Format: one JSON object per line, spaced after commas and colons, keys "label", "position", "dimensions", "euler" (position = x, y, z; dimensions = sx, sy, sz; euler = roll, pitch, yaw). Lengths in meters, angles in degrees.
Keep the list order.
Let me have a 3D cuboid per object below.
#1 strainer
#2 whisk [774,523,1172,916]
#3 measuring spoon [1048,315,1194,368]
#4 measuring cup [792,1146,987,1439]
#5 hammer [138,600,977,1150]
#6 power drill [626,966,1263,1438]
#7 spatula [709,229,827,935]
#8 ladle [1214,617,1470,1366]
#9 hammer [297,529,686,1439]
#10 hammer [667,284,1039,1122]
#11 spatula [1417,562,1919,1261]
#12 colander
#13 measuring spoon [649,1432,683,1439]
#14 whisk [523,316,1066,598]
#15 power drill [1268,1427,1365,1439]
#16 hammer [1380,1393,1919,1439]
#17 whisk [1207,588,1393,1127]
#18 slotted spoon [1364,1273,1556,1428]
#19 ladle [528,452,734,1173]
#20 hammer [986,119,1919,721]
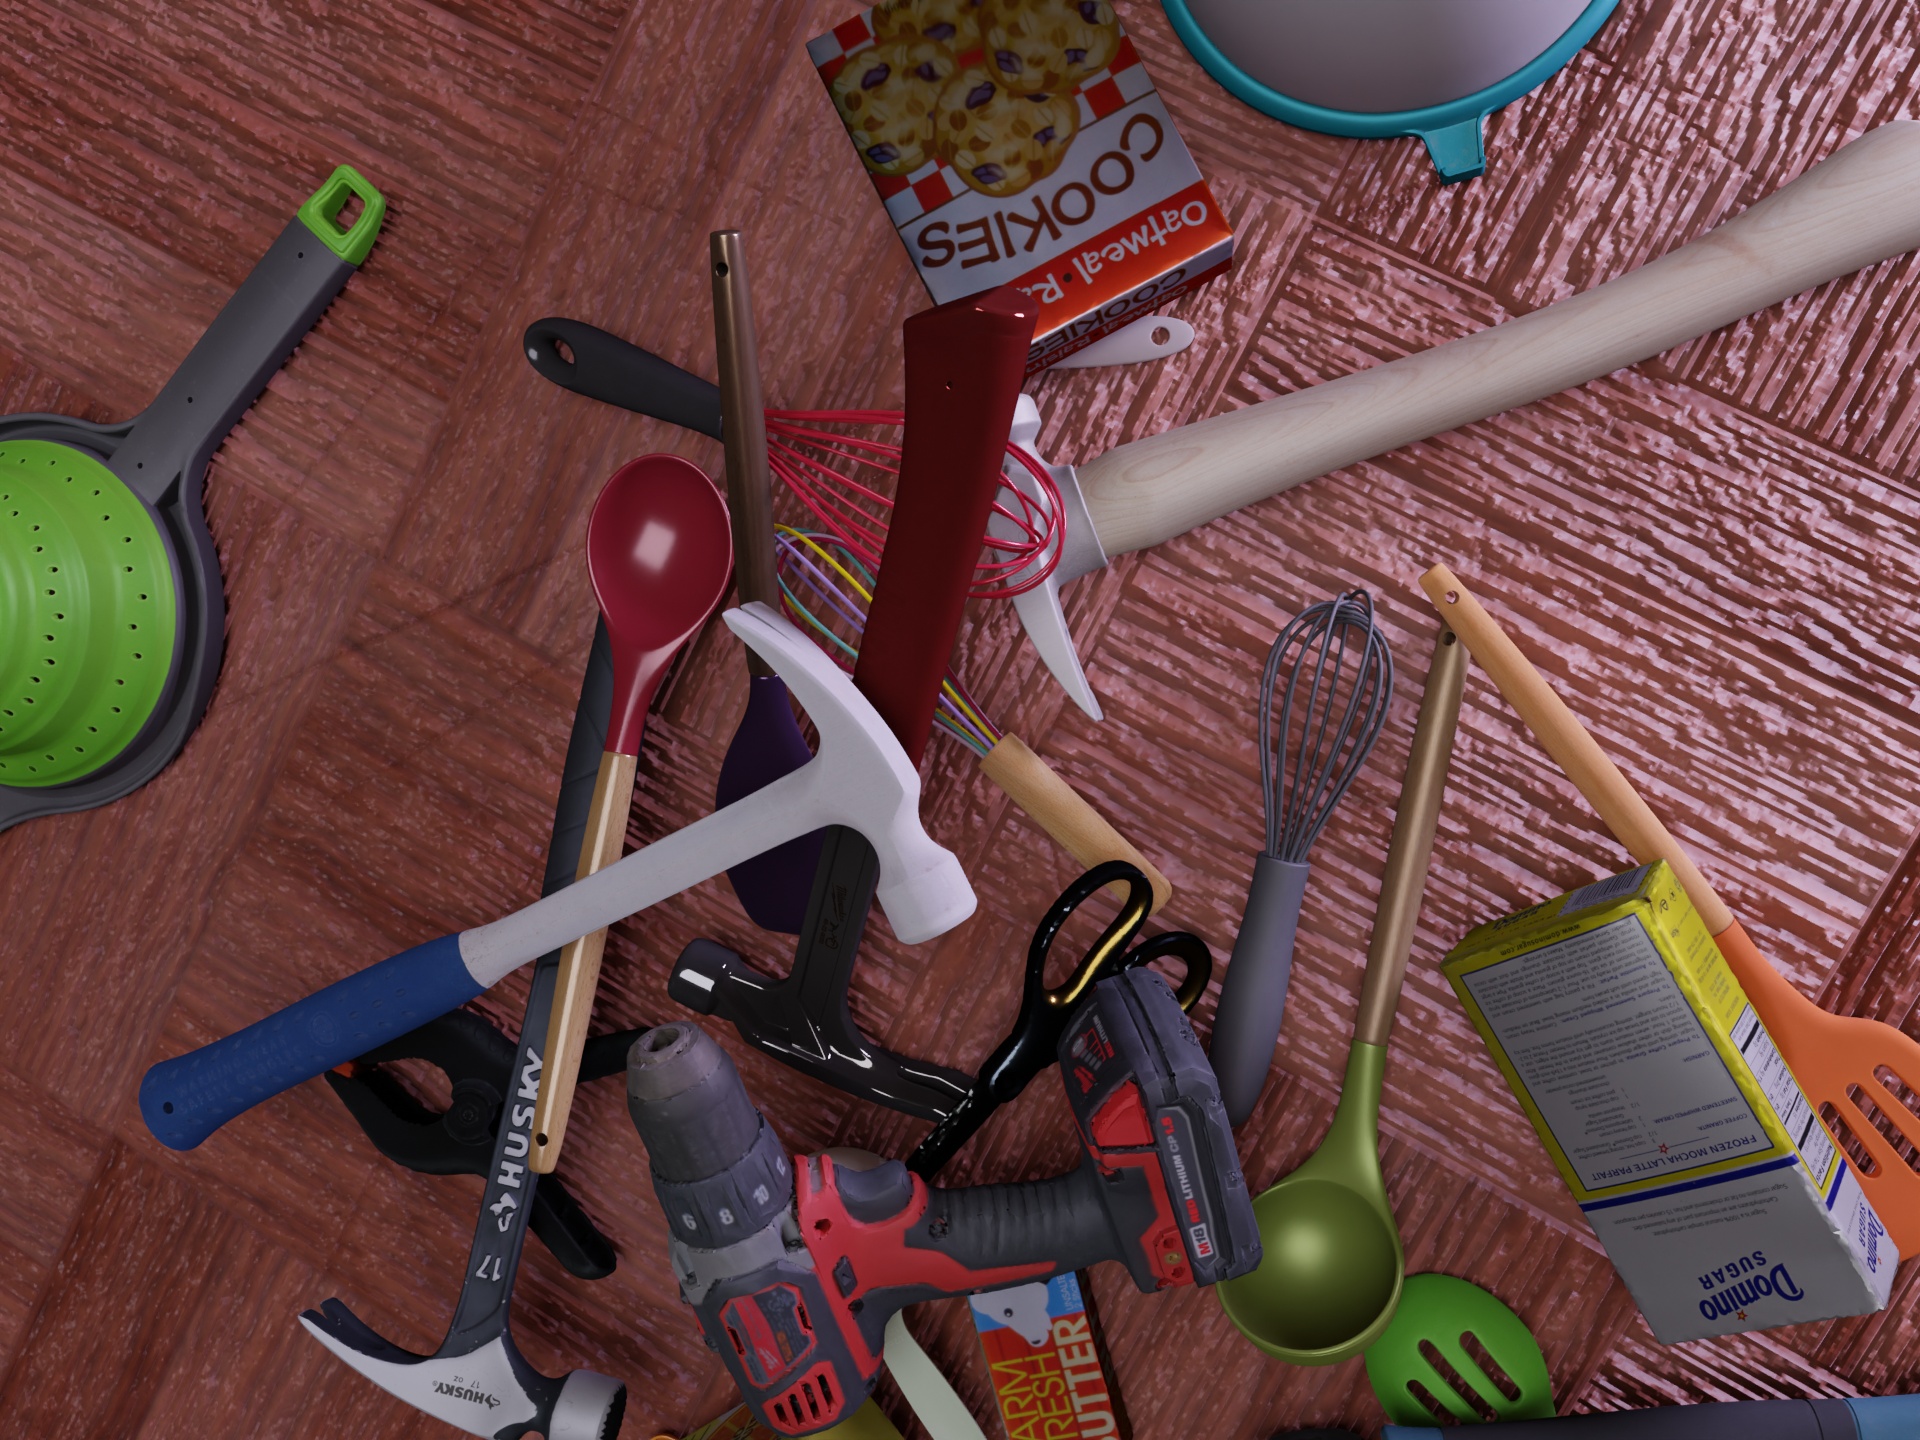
{"label": "strainer", "position": [0.207, -0.403, 0.620], "dimensions": [0.211, 0.095, 0.340], "euler": [34, 99, 9]}
{"label": "whisk", "position": [-0.001, -0.002, 0.708], "dimensions": [0.245, 0.051, 0.047], "euler": [43, 120, 4]}
{"label": "measuring spoon", "position": [0.040, -0.166, 0.701], "dimensions": [0.124, 0.018, 0.034], "euler": [-3, 91, 11]}
{"label": "measuring cup", "position": [-0.029, 0.268, 0.721], "dimensions": [0.083, 0.038, 0.167], "euler": [-32, 92, 12]}
{"label": "hammer", "position": [-0.196, 0.090, 0.665], "dimensions": [0.405, 0.035, 0.144], "euler": [-26, 92, 20]}
{"label": "power drill", "position": [-0.010, 0.176, 0.635], "dimensions": [0.226, 0.080, 0.187], "euler": [-19, 113, -2]}
{"label": "spatula", "position": [-0.087, -0.045, 0.678], "dimensions": [0.060, 0.018, 0.315], "euler": [6, 115, 18]}
{"label": "ladle", "position": [0.172, 0.108, 0.662], "dimensions": [0.078, 0.062, 0.320], "euler": [12, 91, 36]}
{"label": "hammer", "position": [-0.187, 0.113, 0.723], "dimensions": [0.149, 0.036, 0.409], "euler": [11, 86, 7]}
{"label": "hammer", "position": [-0.021, 0.006, 0.638], "dimensions": [0.149, 0.037, 0.358], "euler": [21, 120, 9]}
{"label": "spatula", "position": [0.291, 0.065, 0.637], "dimensions": [0.081, 0.041, 0.322], "euler": [-39, 87, 11]}
{"label": "colander", "position": [-0.423, -0.112, 0.762], "dimensions": [0.204, 0.094, 0.397], "euler": [43, 100, 8]}
{"label": "measuring spoon", "position": [-0.093, 0.338, 0.749], "dimensions": [0.117, 0.011, 0.021], "euler": [-12, 89, 9]}
{"label": "whisk", "position": [-0.083, -0.123, 0.690], "dimensions": [0.296, 0.073, 0.073], "euler": [25, 97, 25]}
{"label": "power drill", "position": [0.082, 0.407, 0.679], "dimensions": [0.223, 0.080, 0.171], "euler": [-10, 89, 9]}
{"label": "hammer", "position": [0.335, 0.284, 0.625], "dimensions": [0.331, 0.033, 0.128], "euler": [-8, 88, 5]}
{"label": "whisk", "position": [0.138, 0.061, 0.672], "dimensions": [0.055, 0.055, 0.239], "euler": [13, 99, 11]}
{"label": "slotted spoon", "position": [0.293, 0.356, 0.657], "dimensions": [0.314, 0.031, 0.070], "euler": [44, 97, 6]}
{"label": "ladle", "position": [-0.153, 0.040, 0.696], "dimensions": [0.069, 0.031, 0.315], "euler": [10, 87, 11]}
{"label": "hammer", "position": [0.209, -0.131, 0.657], "dimensions": [0.410, 0.038, 0.146], "euler": [-20, 89, 12]}
